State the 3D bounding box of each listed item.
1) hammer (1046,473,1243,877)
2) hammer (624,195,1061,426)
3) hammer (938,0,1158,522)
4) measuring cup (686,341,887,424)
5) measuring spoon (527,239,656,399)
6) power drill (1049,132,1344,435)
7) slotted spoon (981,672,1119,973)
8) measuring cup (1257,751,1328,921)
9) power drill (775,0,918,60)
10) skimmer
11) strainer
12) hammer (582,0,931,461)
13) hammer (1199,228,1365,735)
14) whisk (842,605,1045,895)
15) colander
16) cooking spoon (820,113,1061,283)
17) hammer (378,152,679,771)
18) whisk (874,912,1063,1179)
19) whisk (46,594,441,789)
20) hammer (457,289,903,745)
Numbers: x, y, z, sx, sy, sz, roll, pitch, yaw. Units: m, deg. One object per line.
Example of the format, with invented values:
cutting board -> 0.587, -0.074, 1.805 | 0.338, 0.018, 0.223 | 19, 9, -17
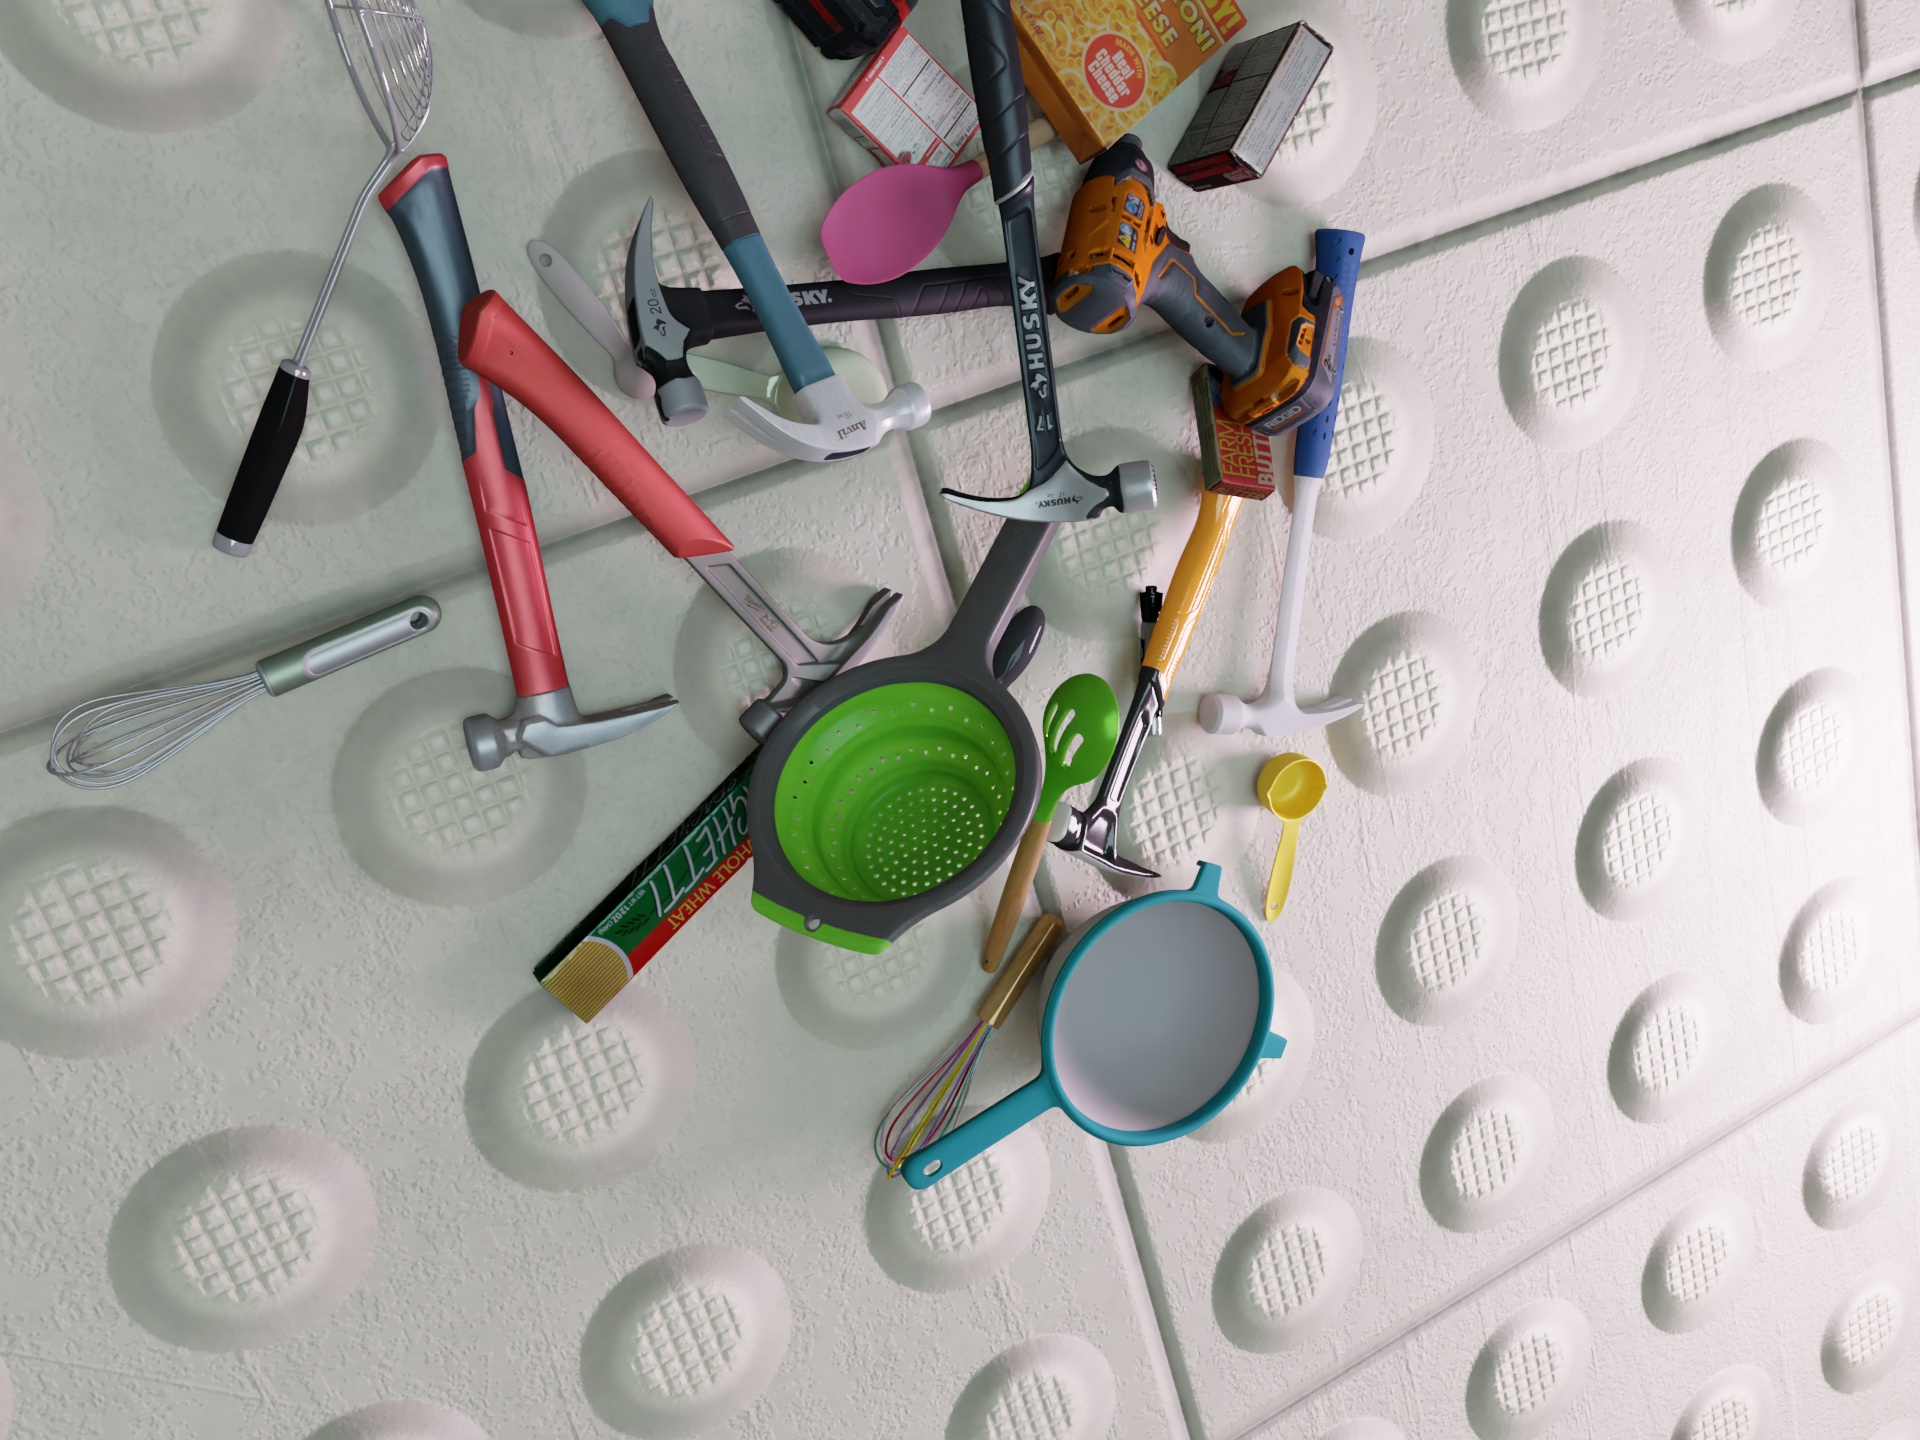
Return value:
hammer -> 0.162, -0.044, 1.241 | 0.127, 0.034, 0.337 | 28, 79, -43
hammer -> -0.068, -0.294, 1.089 | 0.334, 0.035, 0.146 | -14, 82, -28
hammer -> 0.033, -0.331, 1.056 | 0.149, 0.036, 0.408 | -8, 104, 6
measuring cup -> -0.127, -0.228, 1.091 | 0.167, 0.038, 0.083 | 7, 98, -27
measuring spoon -> -0.240, -0.261, 1.040 | 0.034, 0.018, 0.124 | -35, 113, 9
power drill -> 0.175, -0.325, 1.173 | 0.226, 0.084, 0.164 | 24, 63, -25
slotted spoon -> 0.055, 0.089, 1.165 | 0.031, 0.070, 0.313 | -15, 141, -29
measuring cup -> 0.273, 0.099, 1.362 | 0.062, 0.029, 0.156 | -5, 116, -24
power drill -> -0.041, -0.556, 1.038 | 0.143, 0.079, 0.220 | 44, 79, -27
skimmer -> -0.398, -0.273, 0.931 | 0.090, 0.127, 0.363 | 18, 103, -35
strainer -> 0.088, 0.257, 1.269 | 0.340, 0.095, 0.210 | -29, 111, -15
hammer -> -0.145, -0.317, 1.012 | 0.128, 0.033, 0.331 | -30, 94, -30
hammer -> 0.285, -0.186, 1.291 | 0.144, 0.035, 0.405 | 1, 101, -24
whisk -> -0.011, 0.036, 1.200 | 0.070, 0.070, 0.284 | 33, 82, -27
colander -> -0.002, -0.004, 1.129 | 0.397, 0.204, 0.094 | -62, 153, -22
cooking spoon -> 0.029, -0.396, 1.112 | 0.319, 0.017, 0.068 | -37, 118, -22
hammer -> -0.288, -0.166, 1.033 | 0.143, 0.038, 0.386 | -15, 108, -22
whisk -> 0.008, 0.259, 1.268 | 0.245, 0.051, 0.047 | -56, 141, -8
whisk -> -0.441, -0.022, 0.992 | 0.246, 0.059, 0.057 | -27, 124, -22
hammer -> -0.187, -0.144, 1.054 | 0.149, 0.037, 0.358 | -49, 125, -11
